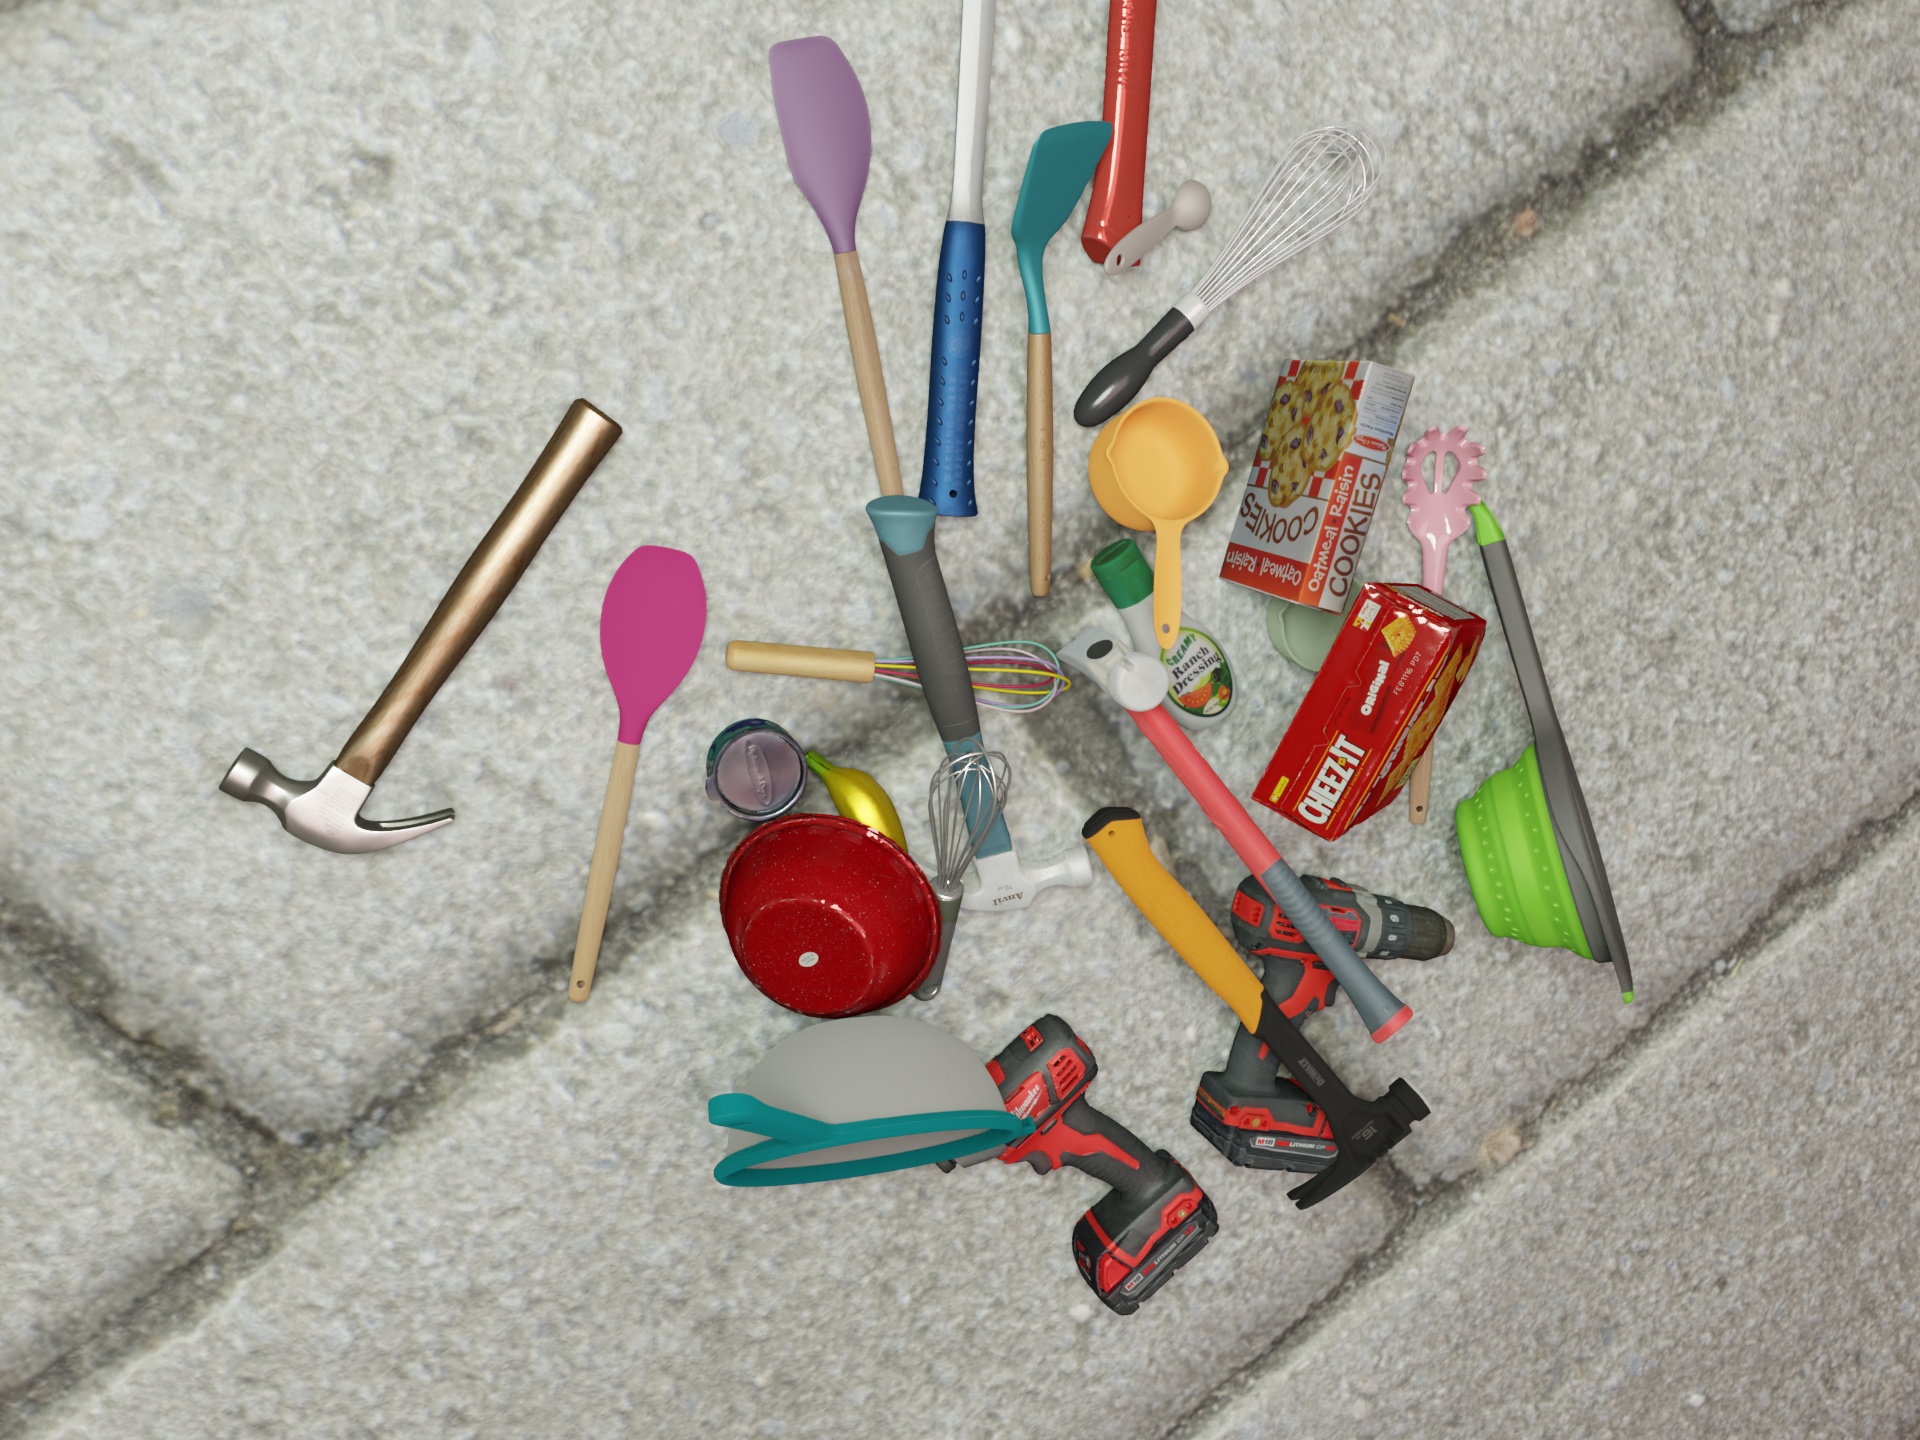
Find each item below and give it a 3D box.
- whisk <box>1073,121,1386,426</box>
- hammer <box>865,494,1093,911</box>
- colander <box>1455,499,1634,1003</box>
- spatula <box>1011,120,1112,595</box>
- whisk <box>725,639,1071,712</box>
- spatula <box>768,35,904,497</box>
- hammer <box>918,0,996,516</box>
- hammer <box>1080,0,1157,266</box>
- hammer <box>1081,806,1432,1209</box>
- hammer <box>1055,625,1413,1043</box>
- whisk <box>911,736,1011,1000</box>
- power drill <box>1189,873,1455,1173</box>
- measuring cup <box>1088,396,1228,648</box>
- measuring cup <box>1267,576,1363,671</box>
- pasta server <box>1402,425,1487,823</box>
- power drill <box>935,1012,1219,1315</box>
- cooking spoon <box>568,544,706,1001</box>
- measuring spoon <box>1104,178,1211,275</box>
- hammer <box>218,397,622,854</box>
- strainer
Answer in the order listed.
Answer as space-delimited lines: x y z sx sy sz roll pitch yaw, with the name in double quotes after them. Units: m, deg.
0.184 -0.306 1.101 0.284 0.070 0.070 -45 112 2 "whisk"
-0.002 -0.003 1.085 0.128 0.033 0.330 -15 120 0 "hammer"
0.421 0.029 1.235 0.094 0.204 0.397 -16 92 22 "colander"
0.061 -0.232 1.065 0.082 0.044 0.317 -28 125 -46 "spatula"
-0.039 -0.037 1.102 0.245 0.047 0.051 5 103 -15 "whisk"
-0.068 -0.282 1.045 0.059 0.018 0.315 -15 106 -15 "spatula"
-0.002 -0.338 1.043 0.144 0.035 0.405 0 103 -18 "hammer"
0.119 -0.482 1.033 0.149 0.037 0.359 -15 115 -41 "hammer"
0.199 0.203 1.177 0.127 0.034 0.337 -40 96 -1 "hammer"
0.205 0.088 1.147 0.038 0.143 0.386 -41 109 -3 "hammer"
-0.008 0.110 1.100 0.057 0.059 0.246 -12 135 -27 "whisk"
0.286 0.236 1.255 0.187 0.080 0.226 10 97 -19 "power drill"
0.132 -0.134 1.105 0.095 0.052 0.173 2 86 -22 "measuring cup"
0.273 -0.121 1.183 0.083 0.038 0.167 6 99 -19 "measuring cup"
0.362 -0.069 1.223 0.060 0.040 0.316 2 106 10 "pasta server"
0.084 0.342 1.217 0.143 0.079 0.219 -42 109 -4 "power drill"
-0.229 0.039 1.072 0.068 0.017 0.319 10 99 -19 "cooking spoon"
0.136 -0.328 1.068 0.124 0.018 0.034 -44 137 -34 "measuring spoon"
-0.319 -0.059 1.012 0.130 0.031 0.331 35 91 -21 "hammer"
-0.086 0.235 1.036 0.211 0.340 0.095 -14 67 12 "strainer"
